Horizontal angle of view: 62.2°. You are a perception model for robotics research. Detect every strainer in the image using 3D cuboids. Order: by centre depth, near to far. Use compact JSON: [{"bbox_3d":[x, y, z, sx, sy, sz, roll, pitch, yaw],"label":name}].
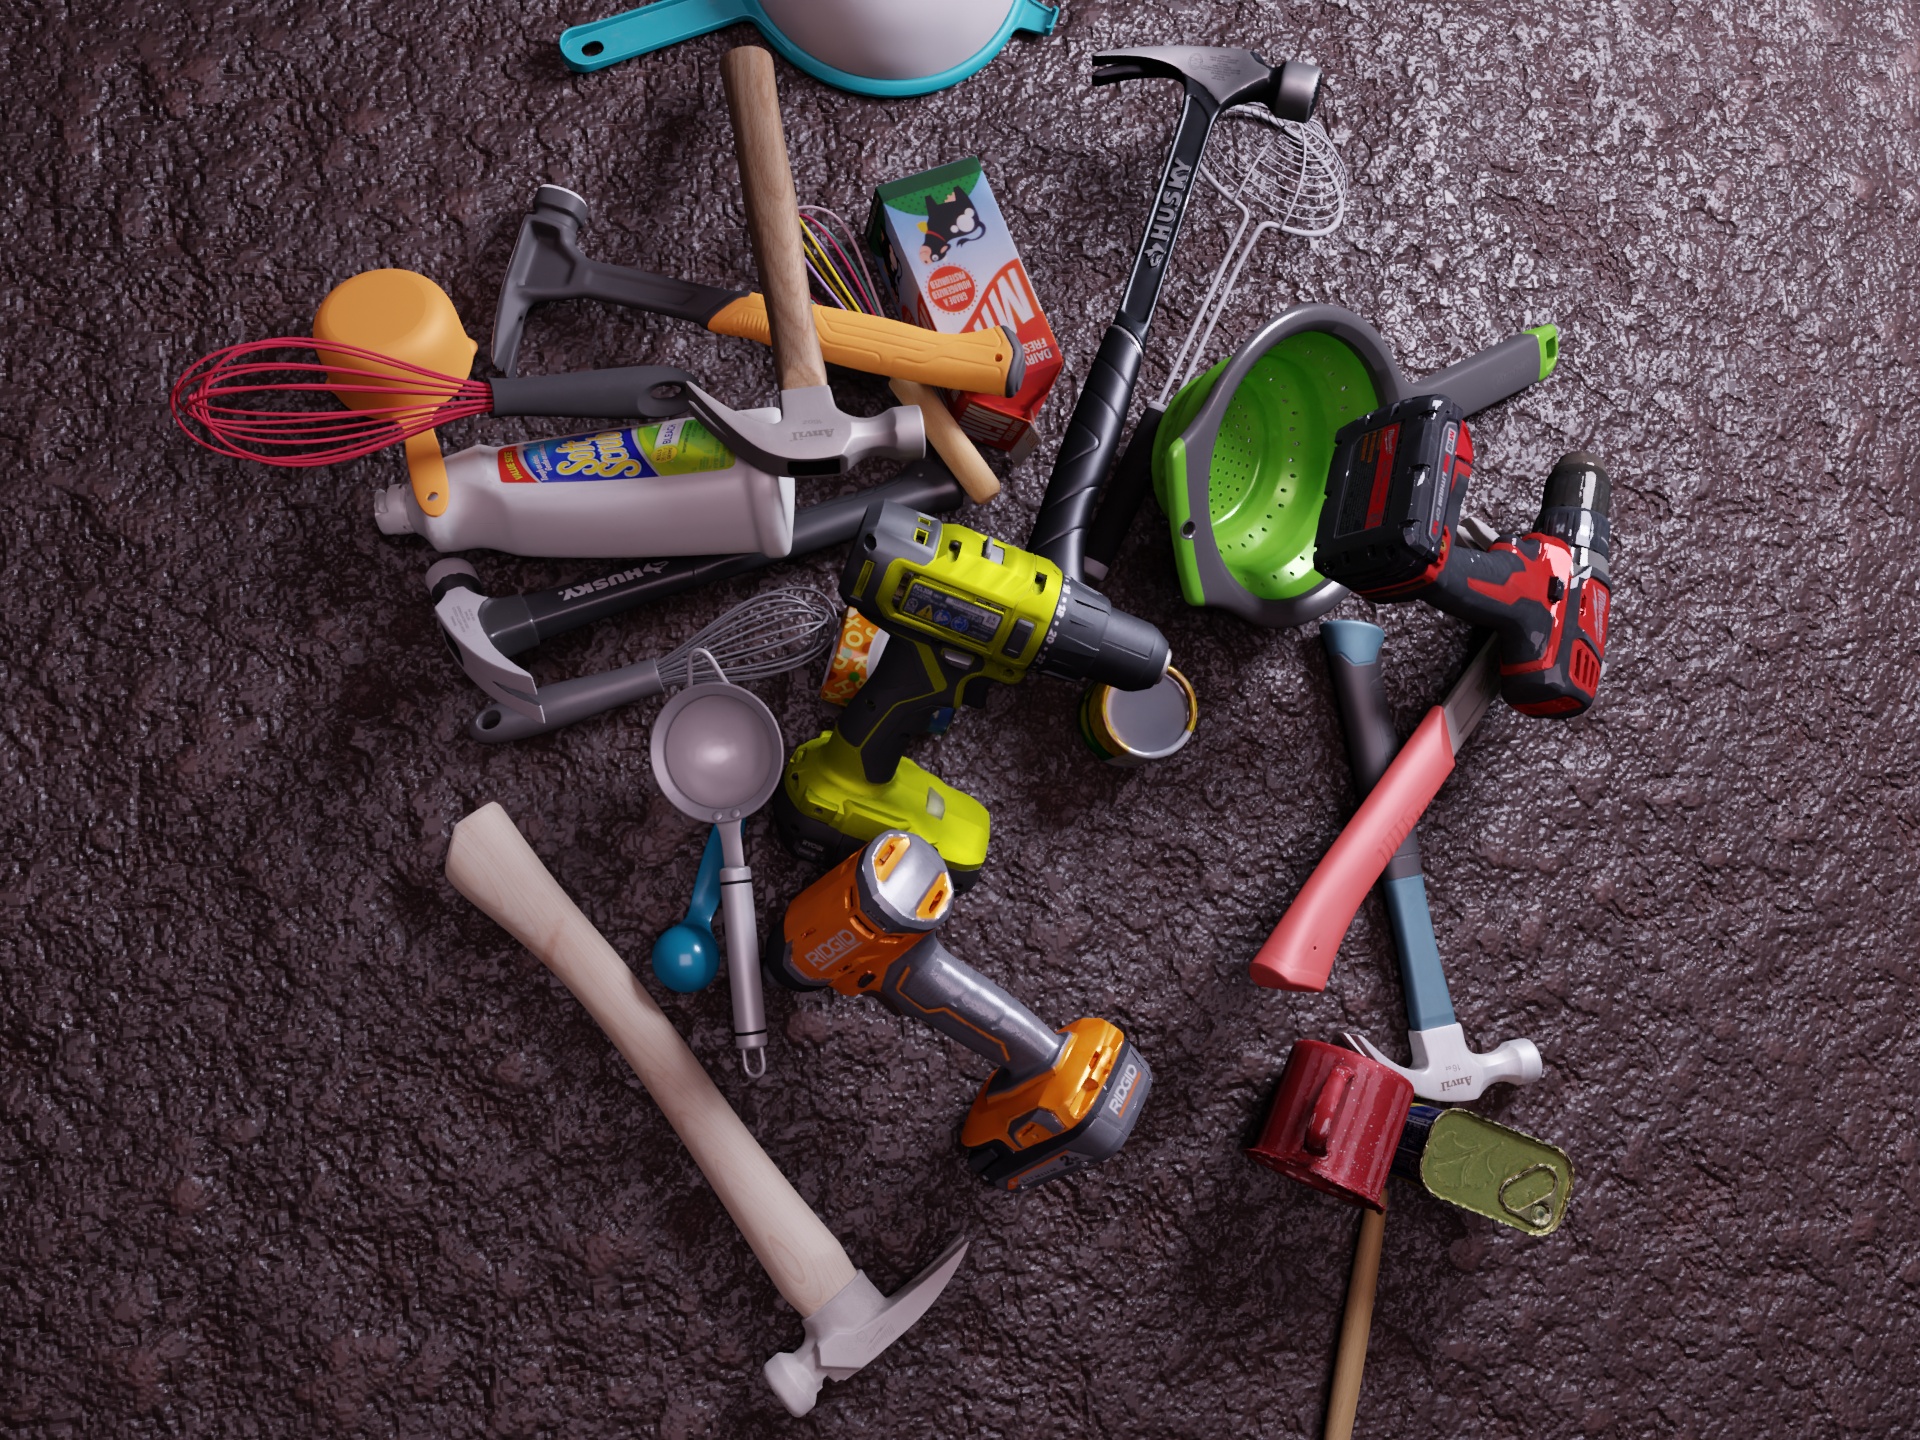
[{"bbox_3d":[-0.138,0.086,0.962,0.087,0.050,0.258,-8,85,14],"label":"strainer"},{"bbox_3d":[-0.104,-0.509,1.045,0.340,0.095,0.211,-25,88,-13],"label":"strainer"}]

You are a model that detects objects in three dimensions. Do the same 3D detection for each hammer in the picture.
[{"bbox_3d":[-0.114,-0.288,0.971,0.130,0.031,0.332,-8,64,-8],"label":"hammer"},{"bbox_3d":[-0.167,0.216,0.976,0.146,0.038,0.410,-37,90,-14],"label":"hammer"},{"bbox_3d":[-0.152,-0.097,0.990,0.334,0.035,0.146,-20,44,-18],"label":"hammer"},{"bbox_3d":[-0.126,-0.245,0.997,0.337,0.034,0.127,13,81,7],"label":"hammer"},{"bbox_3d":[0.104,-0.256,1.001,0.149,0.036,0.409,16,75,10],"label":"hammer"},{"bbox_3d":[0.292,0.030,1.042,0.149,0.036,0.359,45,66,-8],"label":"hammer"},{"bbox_3d":[0.297,0.092,1.075,0.128,0.033,0.331,-10,85,-12],"label":"hammer"}]

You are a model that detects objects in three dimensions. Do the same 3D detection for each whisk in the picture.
[{"bbox_3d":[-0.290,-0.185,0.914,0.295,0.073,0.073,-8,84,-27],"label":"whisk"},{"bbox_3d":[-0.192,-0.031,0.997,0.239,0.055,0.055,-18,87,-7],"label":"whisk"},{"bbox_3d":[-0.052,-0.241,1.030,0.051,0.047,0.245,-31,81,-31],"label":"whisk"}]

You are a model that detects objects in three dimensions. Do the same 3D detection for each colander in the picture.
[{"bbox_3d":[0.256,-0.201,1.077,0.397,0.095,0.204,-27,120,-30],"label":"colander"}]

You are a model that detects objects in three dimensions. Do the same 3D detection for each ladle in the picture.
[{"bbox_3d":[0.242,0.459,1.024,0.069,0.031,0.315,15,79,-11],"label":"ladle"}]

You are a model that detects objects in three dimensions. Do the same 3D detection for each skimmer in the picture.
[{"bbox_3d":[0.157,-0.264,1.096,0.127,0.090,0.363,25,90,-11],"label":"skimmer"}]

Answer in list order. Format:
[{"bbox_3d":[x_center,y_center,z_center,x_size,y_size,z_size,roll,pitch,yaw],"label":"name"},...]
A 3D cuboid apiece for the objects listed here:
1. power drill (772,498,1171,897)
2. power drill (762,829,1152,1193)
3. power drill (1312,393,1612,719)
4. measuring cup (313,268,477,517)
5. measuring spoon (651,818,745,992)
[{"bbox_3d":[-0.001,-0.003,0.941,0.190,0.080,0.228,21,123,-8],"label":"power drill"},{"bbox_3d":[-0.014,0.180,0.960,0.226,0.164,0.084,44,45,-8],"label":"power drill"},{"bbox_3d":[0.340,-0.123,1.020,0.226,0.080,0.188,26,69,-30],"label":"power drill"},{"bbox_3d":[-0.335,-0.200,0.953,0.095,0.052,0.174,-18,60,-9],"label":"measuring cup"},{"bbox_3d":[-0.155,0.105,0.983,0.042,0.021,0.129,21,65,-14],"label":"measuring spoon"}]
